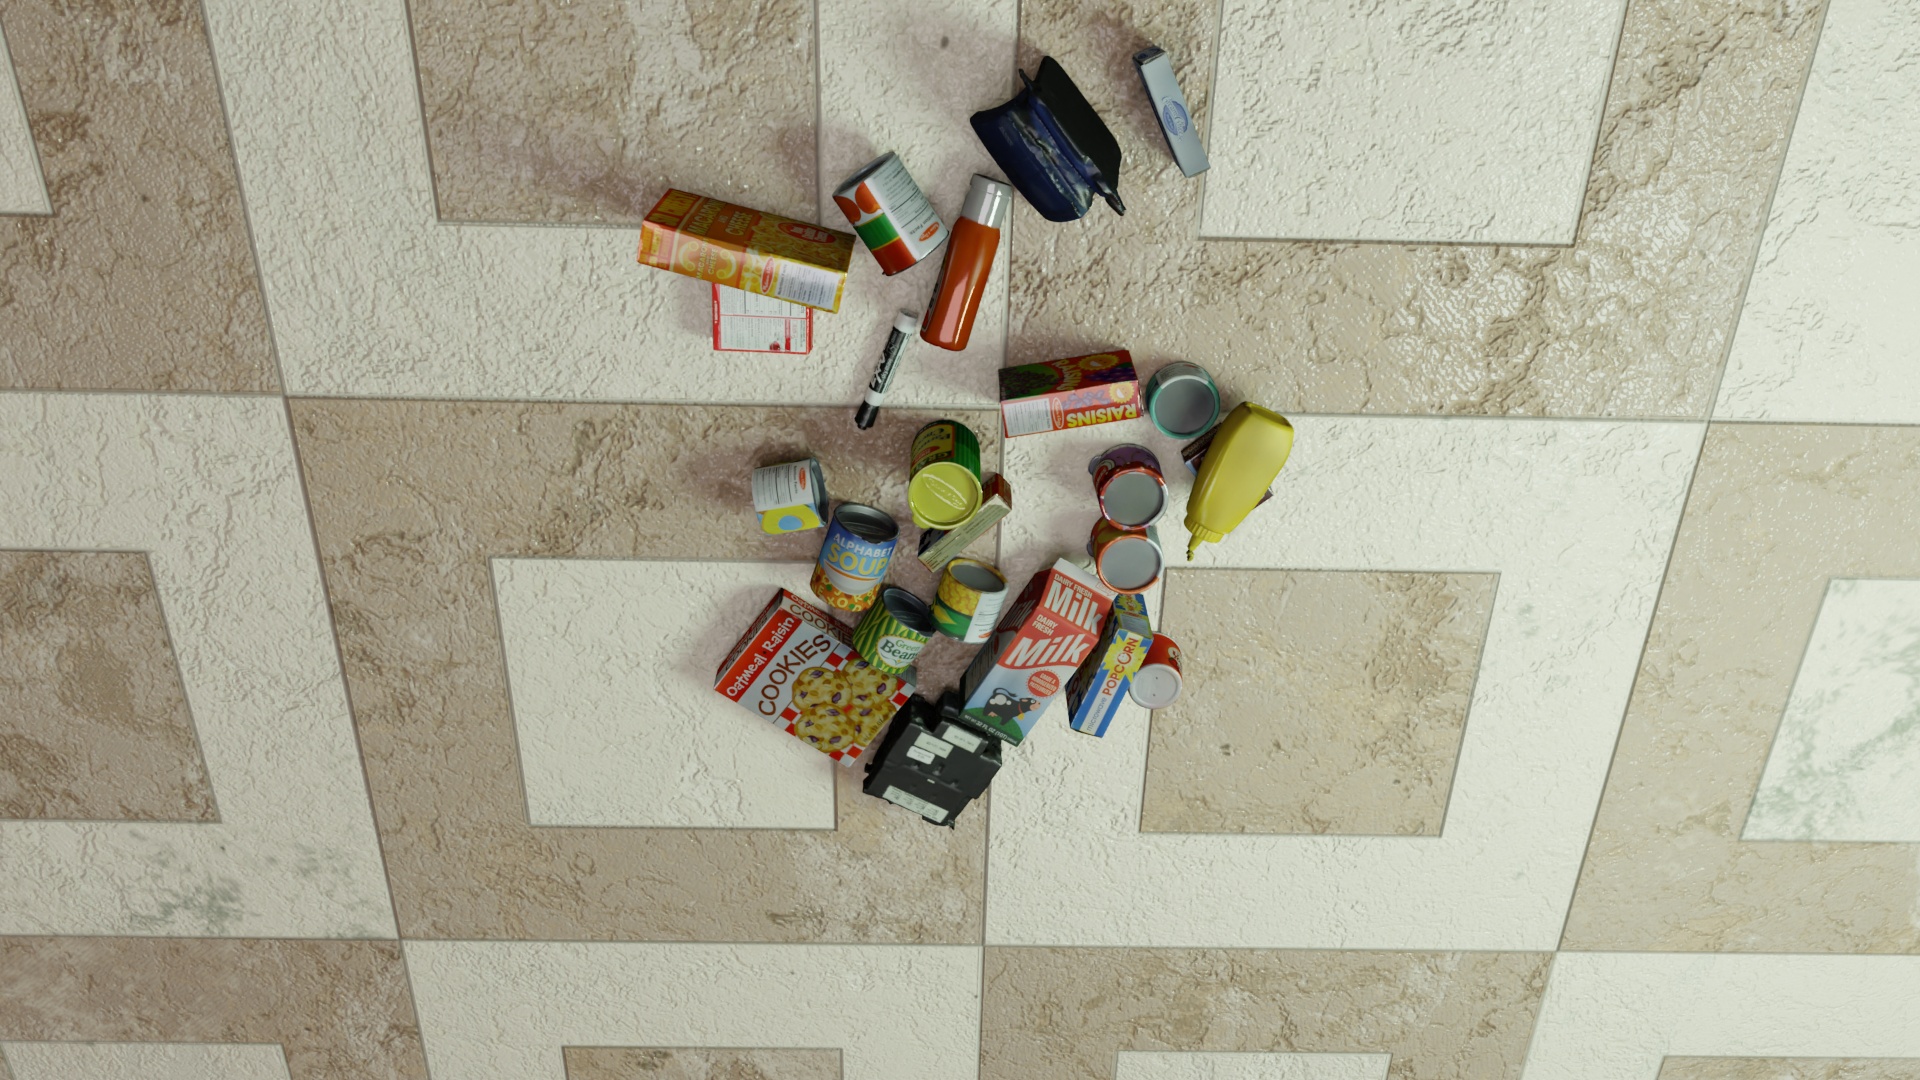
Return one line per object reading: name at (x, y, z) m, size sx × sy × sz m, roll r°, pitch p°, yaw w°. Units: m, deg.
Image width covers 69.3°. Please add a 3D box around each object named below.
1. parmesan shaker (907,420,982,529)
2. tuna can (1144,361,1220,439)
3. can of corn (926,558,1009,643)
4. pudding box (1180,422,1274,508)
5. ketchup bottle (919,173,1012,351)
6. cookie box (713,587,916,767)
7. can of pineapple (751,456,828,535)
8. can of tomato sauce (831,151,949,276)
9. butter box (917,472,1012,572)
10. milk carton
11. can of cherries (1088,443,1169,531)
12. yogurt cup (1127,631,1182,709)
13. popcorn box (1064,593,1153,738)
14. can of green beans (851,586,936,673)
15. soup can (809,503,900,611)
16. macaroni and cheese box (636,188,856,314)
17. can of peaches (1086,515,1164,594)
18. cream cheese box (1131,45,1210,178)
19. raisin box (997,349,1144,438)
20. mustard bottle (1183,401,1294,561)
parmesan shaker at (-0.016, -0.060, 1.273) m, size 0.071 × 0.103 × 0.071 m, roll 0°, pitch 117°, yaw -1°
tuna can at (0.205, -0.126, 1.282) m, size 0.071 × 0.033 × 0.070 m, roll 0°, pitch 116°, yaw 0°
can of corn at (0.006, 0.057, 1.356) m, size 0.071 × 0.071 × 0.058 m, roll 16°, pitch 115°, yaw -8°
pudding box at (0.253, -0.064, 1.316) m, size 0.049 × 0.030 × 0.083 m, roll -36°, pitch 112°, yaw 17°
ketchup bottle at (0.006, -0.241, 1.207) m, size 0.043 × 0.065 × 0.148 m, roll 18°, pitch 107°, yaw -3°
cookie box at (-0.147, 0.140, 1.410) m, size 0.167 × 0.040 × 0.122 m, roll 33°, pitch 112°, yaw -17°
can of pineapple at (-0.159, -0.040, 1.304) m, size 0.058 × 0.071 × 0.070 m, roll -9°, pitch 117°, yaw 5°
can of tomato sauce at (-0.061, -0.278, 1.185) m, size 0.071 × 0.071 × 0.083 m, roll -30°, pitch 113°, yaw 14°
butter box at (0.005, -0.017, 1.324) m, size 0.103 × 0.053 × 0.024 m, roll -39°, pitch 108°, yaw 17°
milk carton at (0.076, 0.104, 1.374) m, size 0.072 × 0.074 × 0.189 m, roll 28°, pitch 113°, yaw -12°
can of cherries at (0.157, -0.050, 1.306) m, size 0.071 × 0.058 × 0.071 m, roll 0°, pitch 117°, yaw -1°
yogurt cup at (0.194, 0.134, 1.402) m, size 0.072 × 0.054 × 0.072 m, roll 0°, pitch 117°, yaw 0°
popcorn box at (0.145, 0.120, 1.377) m, size 0.038 × 0.085 × 0.126 m, roll 19°, pitch 116°, yaw -9°
can of green beans at (-0.065, 0.089, 1.369) m, size 0.071 × 0.071 × 0.057 m, roll 31°, pitch 113°, yaw -15°
soup can at (-0.102, 0.018, 1.330) m, size 0.071 × 0.072 × 0.083 m, roll 17°, pitch 116°, yaw -9°
macaroni and cheese box at (-0.176, -0.244, 1.167) m, size 0.166 × 0.124 × 0.040 m, roll 13°, pitch 115°, yaw -7°
can of peaches at (0.158, 0.012, 1.337) m, size 0.071 × 0.058 × 0.071 m, roll -1°, pitch 117°, yaw -1°
cream cheese box at (0.175, -0.356, 1.153) m, size 0.024 × 0.053 × 0.103 m, roll -24°, pitch 115°, yaw 9°
raisin box at (0.097, -0.132, 1.248) m, size 0.123 × 0.086 × 0.040 m, roll -9°, pitch 115°, yaw 4°
mustard bottle at (0.244, -0.049, 1.277) m, size 0.065 × 0.049 × 0.159 m, roll 23°, pitch 114°, yaw -11°
